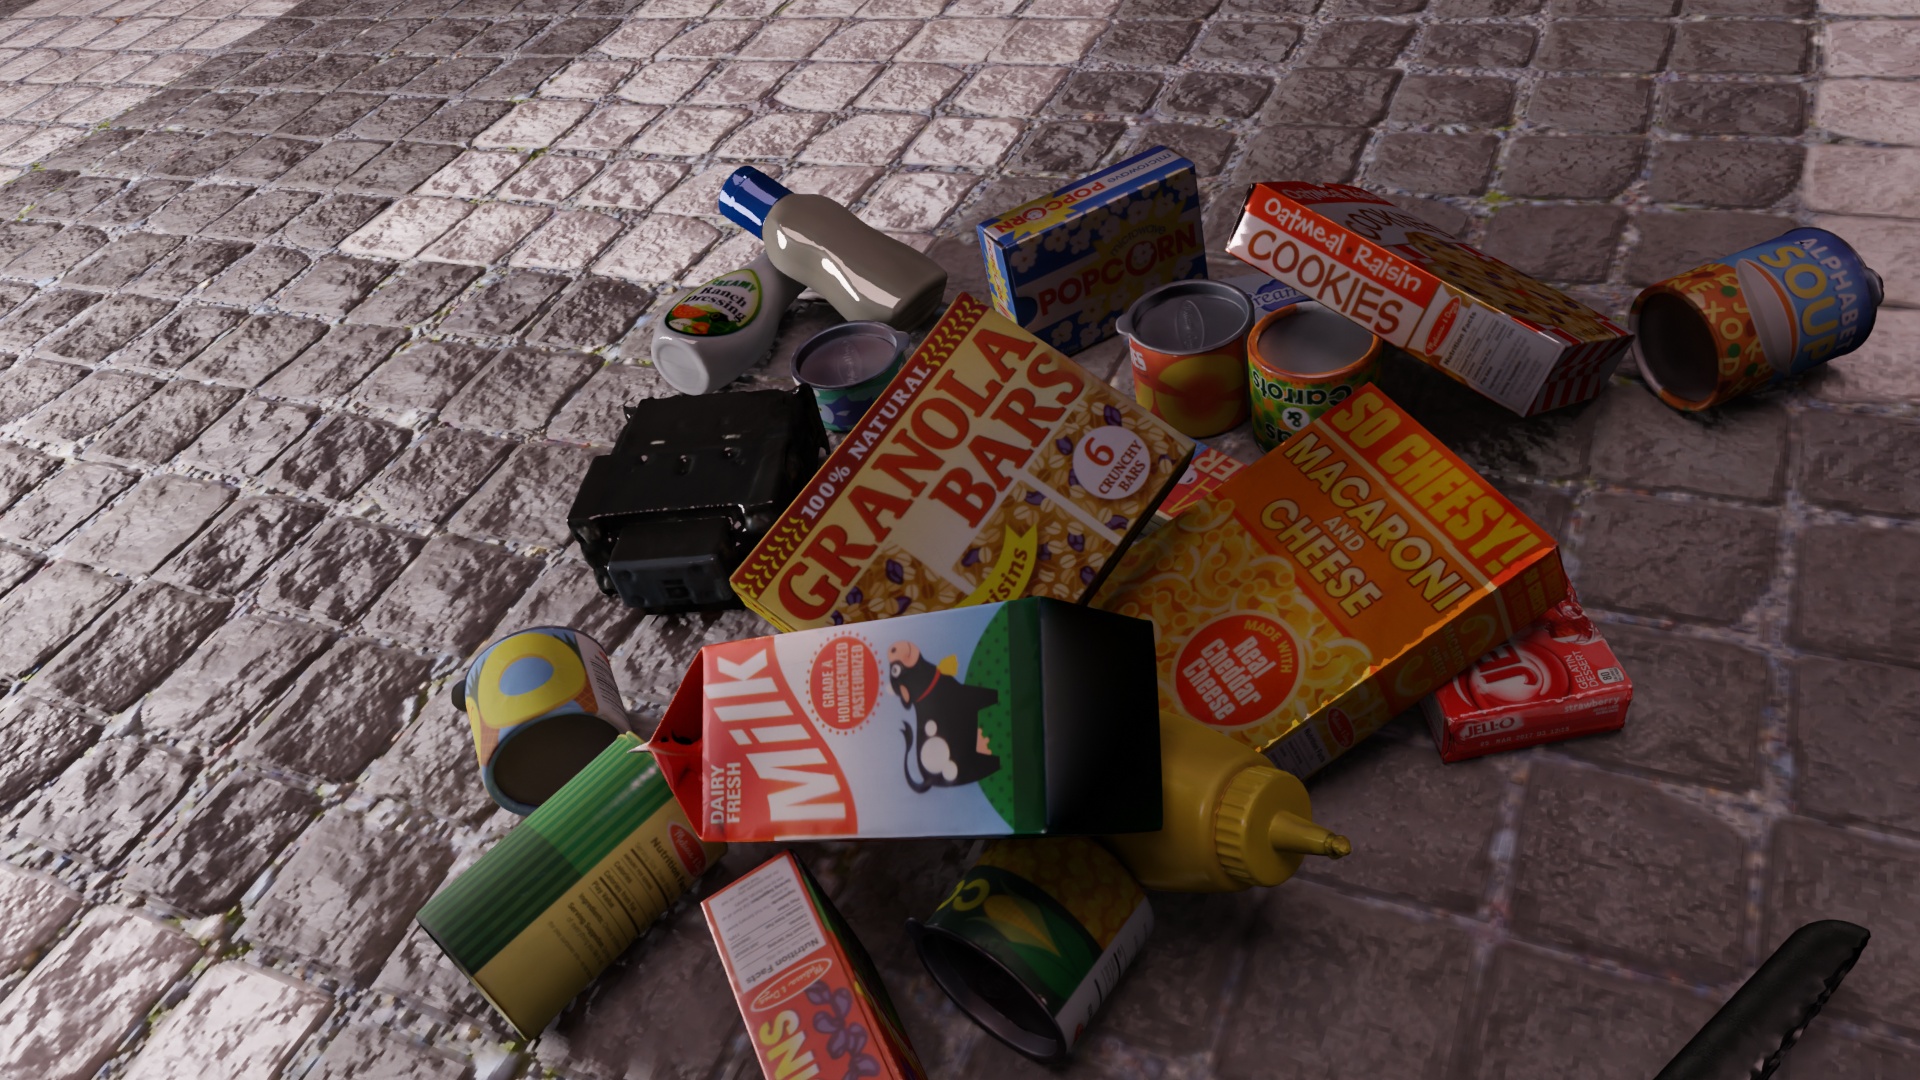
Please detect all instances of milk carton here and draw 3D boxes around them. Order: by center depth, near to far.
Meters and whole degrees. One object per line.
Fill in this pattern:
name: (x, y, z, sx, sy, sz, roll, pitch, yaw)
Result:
milk carton: (-0.030, 0.070, 0.493, 0.190, 0.072, 0.073, -10, 75, 37)

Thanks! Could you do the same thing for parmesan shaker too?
parmesan shaker: (-0.154, 0.134, 0.550, 0.071, 0.071, 0.103, 26, 55, 36)

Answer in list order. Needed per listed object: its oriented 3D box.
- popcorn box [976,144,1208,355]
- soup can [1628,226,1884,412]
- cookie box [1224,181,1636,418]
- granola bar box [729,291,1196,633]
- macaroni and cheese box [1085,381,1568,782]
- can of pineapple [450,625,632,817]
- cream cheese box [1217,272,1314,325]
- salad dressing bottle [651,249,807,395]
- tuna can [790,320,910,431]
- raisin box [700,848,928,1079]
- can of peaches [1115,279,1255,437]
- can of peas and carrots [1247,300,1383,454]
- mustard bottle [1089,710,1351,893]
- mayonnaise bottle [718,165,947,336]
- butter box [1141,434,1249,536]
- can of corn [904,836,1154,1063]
popcorn box: (0.078, -0.163, 0.799, 0.127, 0.084, 0.038, -26, 42, -12)
soup can: (0.380, -0.106, 0.667, 0.084, 0.071, 0.071, -21, 42, -7)
cookie box: (0.231, -0.124, 0.682, 0.168, 0.040, 0.123, 38, 31, 27)
granola bar box: (0.002, -0.007, 0.593, 0.124, 0.039, 0.166, 35, 79, 13)
macaroni and cheese box: (0.142, 0.024, 0.579, 0.166, 0.040, 0.124, -35, 45, 2)
can of pineapple: (-0.185, 0.082, 0.619, 0.071, 0.070, 0.058, -24, 43, -11)
cream cheese box: (0.197, -0.130, 0.777, 0.104, 0.024, 0.054, -7, 42, 8)
salad dressing bottle: (-0.133, -0.150, 0.875, 0.064, 0.043, 0.148, 18, 49, 22)
tuna can: (-0.060, -0.096, 0.804, 0.071, 0.032, 0.071, -8, 42, 7)
raisin box: (-0.036, 0.176, 0.460, 0.040, 0.085, 0.124, -29, 43, -7)
can of peaches: (0.121, -0.096, 0.736, 0.071, 0.057, 0.071, -8, 43, 8)
can of peas and carrots: (0.178, -0.078, 0.699, 0.071, 0.058, 0.071, -8, 42, 7)
mustard bottle: (0.075, 0.095, 0.500, 0.049, 0.065, 0.160, -20, 16, -37)
mayonnaise bottle: (-0.083, -0.180, 0.858, 0.148, 0.041, 0.065, 35, 52, 15)
butter box: (0.118, -0.018, 0.676, 0.053, 0.024, 0.104, -37, 46, -23)
can of corn: (0.025, 0.139, 0.497, 0.071, 0.070, 0.058, 22, 52, 34)
